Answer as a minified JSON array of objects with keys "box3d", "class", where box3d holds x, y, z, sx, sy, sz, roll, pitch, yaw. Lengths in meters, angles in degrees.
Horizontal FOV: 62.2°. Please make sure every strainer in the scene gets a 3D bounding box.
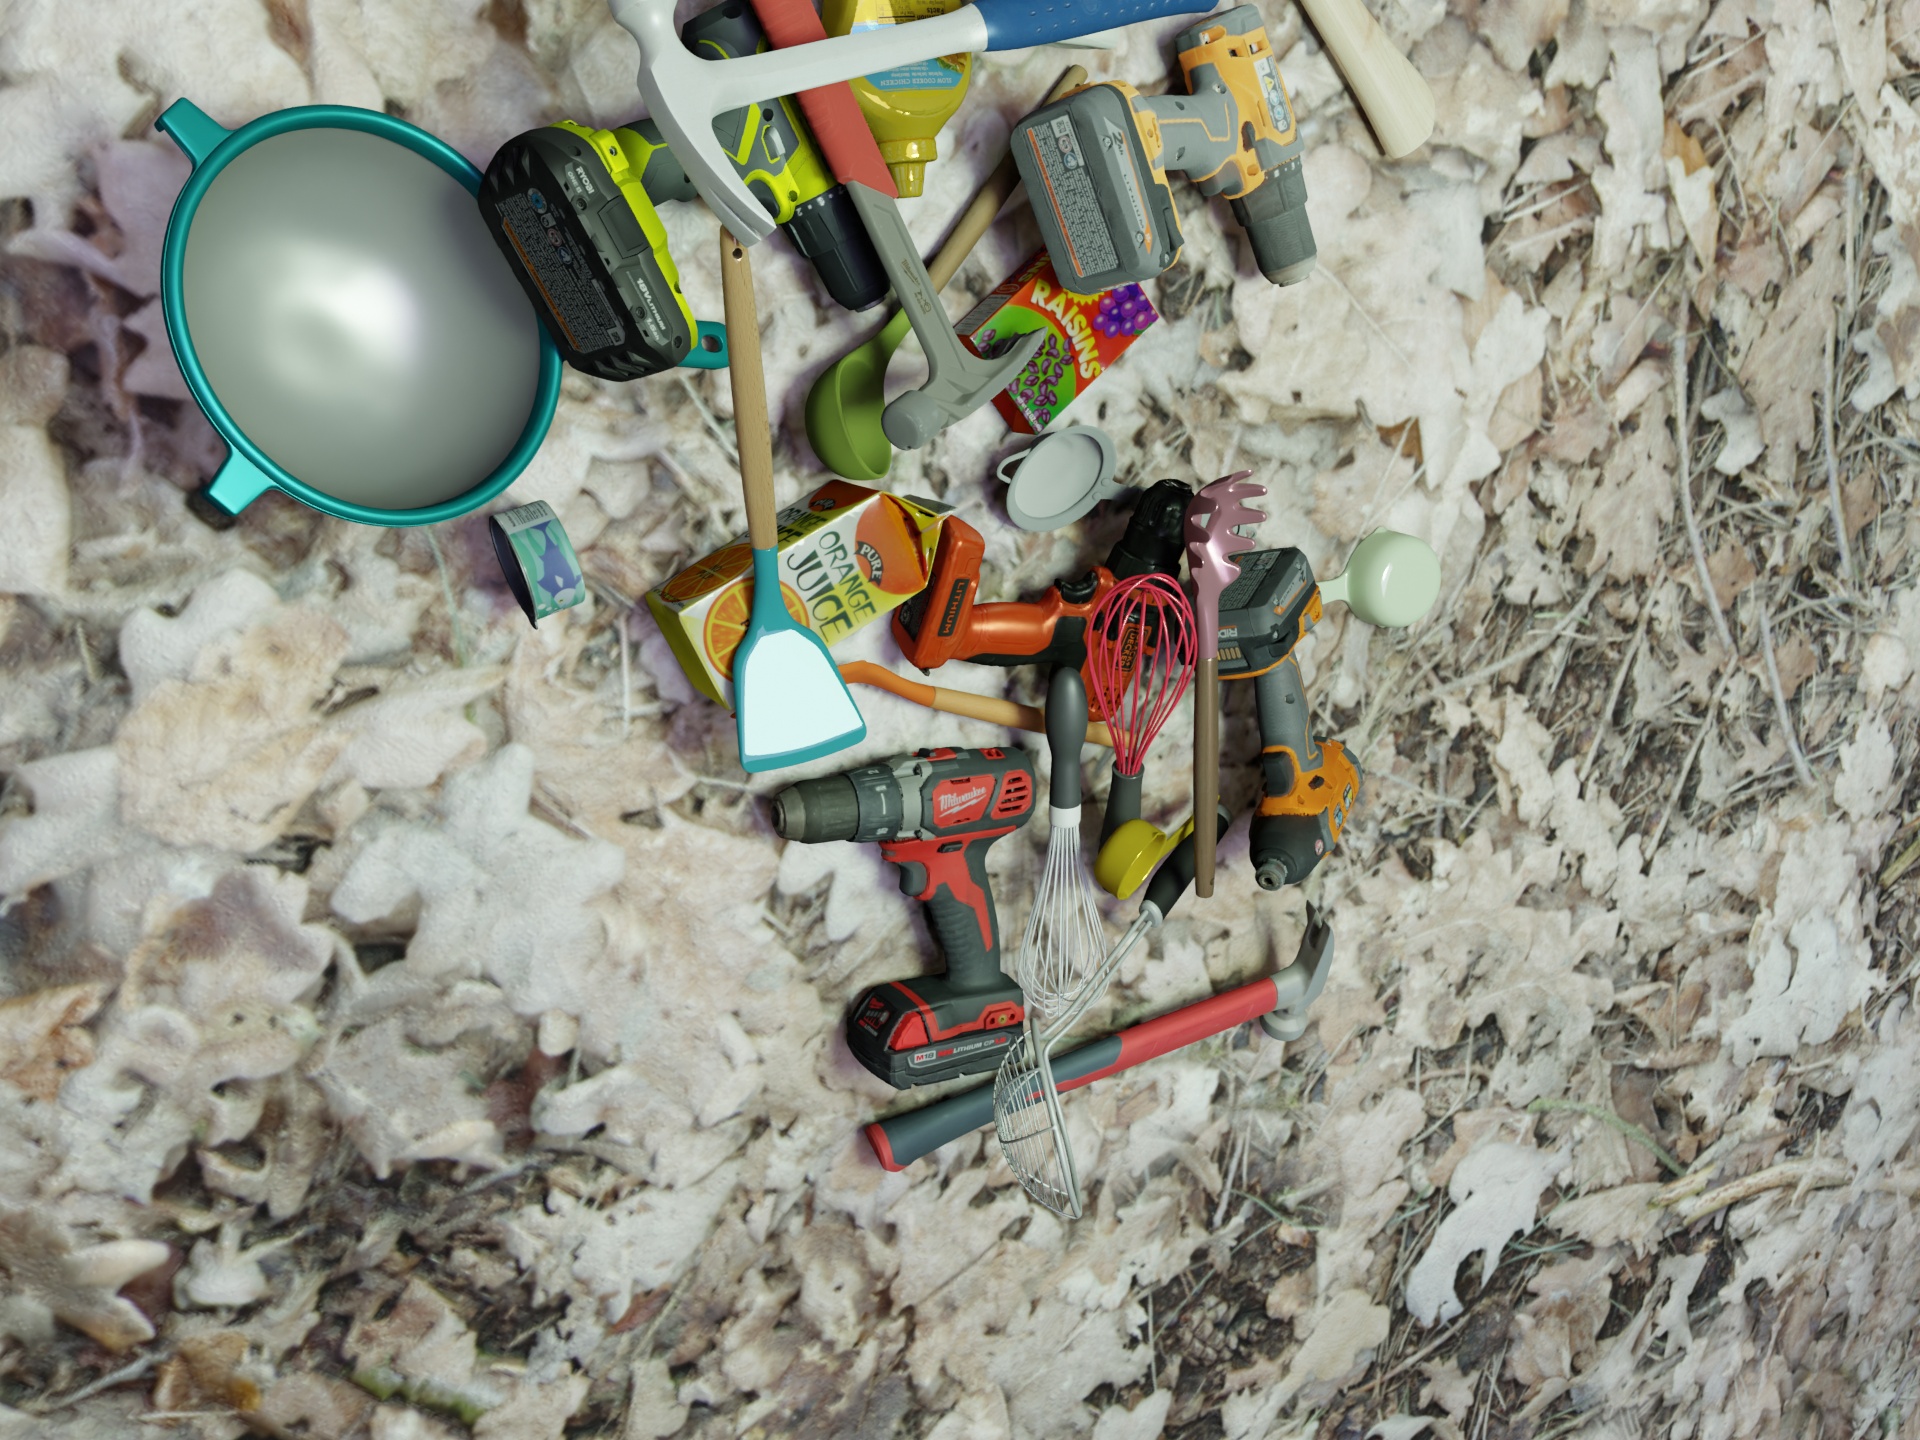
[{"box3d":[0.118,-0.159,1.125,0.258,0.050,0.087,12,124,-36],"class":"strainer"},{"box3d":[-0.280,-0.210,0.880,0.340,0.095,0.211,-10,96,-48],"class":"strainer"}]

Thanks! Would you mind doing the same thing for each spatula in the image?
[{"box3d":[-0.109,-0.120,0.906,0.082,0.044,0.317,-16,123,-20],"class":"spatula"},{"box3d":[-0.002,-0.004,1.096,0.322,0.081,0.041,12,66,-34],"class":"spatula"}]

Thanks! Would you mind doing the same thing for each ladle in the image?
[{"box3d":[0.001,-0.292,1.020,0.320,0.062,0.078,-57,147,-8],"class":"ladle"}]

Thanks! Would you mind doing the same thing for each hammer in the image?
[{"box3d":[0.205,-0.551,1.073,0.146,0.038,0.410,-46,119,-9],"class":"hammer"},{"box3d":[-0.064,-0.343,0.908,0.149,0.037,0.358,-48,121,-39],"class":"hammer"},{"box3d":[0.111,0.246,1.202,0.386,0.038,0.143,-16,137,-20],"class":"hammer"},{"box3d":[0.002,-0.380,0.891,0.405,0.035,0.144,-28,103,-32],"class":"hammer"}]

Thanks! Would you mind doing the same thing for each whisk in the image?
[{"box3d":[0.120,0.019,1.115,0.073,0.073,0.295,-20,136,-22],"class":"whisk"},{"box3d":[0.074,0.093,1.134,0.070,0.070,0.284,-13,117,-25],"class":"whisk"}]

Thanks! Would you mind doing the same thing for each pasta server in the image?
[{"box3d":[0.175,-0.017,1.092,0.060,0.040,0.316,-22,119,-39],"class":"pasta server"}]

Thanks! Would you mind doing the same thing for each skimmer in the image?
[{"box3d":[0.130,0.182,1.112,0.363,0.090,0.127,-46,134,-38],"class":"skimmer"}]

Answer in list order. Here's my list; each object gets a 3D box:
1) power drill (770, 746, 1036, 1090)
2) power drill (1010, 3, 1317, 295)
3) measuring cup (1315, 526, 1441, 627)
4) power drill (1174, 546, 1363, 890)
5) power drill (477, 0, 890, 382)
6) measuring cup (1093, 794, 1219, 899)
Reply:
[{"box3d":[-0.038,0.132,1.097,0.187,0.080,0.226,-6,103,-27],"class":"power drill"},{"box3d":[0.150,-0.350,1.042,0.226,0.084,0.185,-38,114,-36],"class":"power drill"},{"box3d":[0.306,-0.100,1.239,0.167,0.038,0.083,-15,109,-25],"class":"measuring cup"},{"box3d":[0.230,0.006,1.170,0.164,0.084,0.226,-49,126,-49],"class":"power drill"},{"box3d":[-0.139,-0.288,0.902,0.228,0.080,0.190,-47,121,-36],"class":"power drill"},{"box3d":[0.144,0.079,1.152,0.156,0.029,0.062,-30,148,-51],"class":"measuring cup"}]
